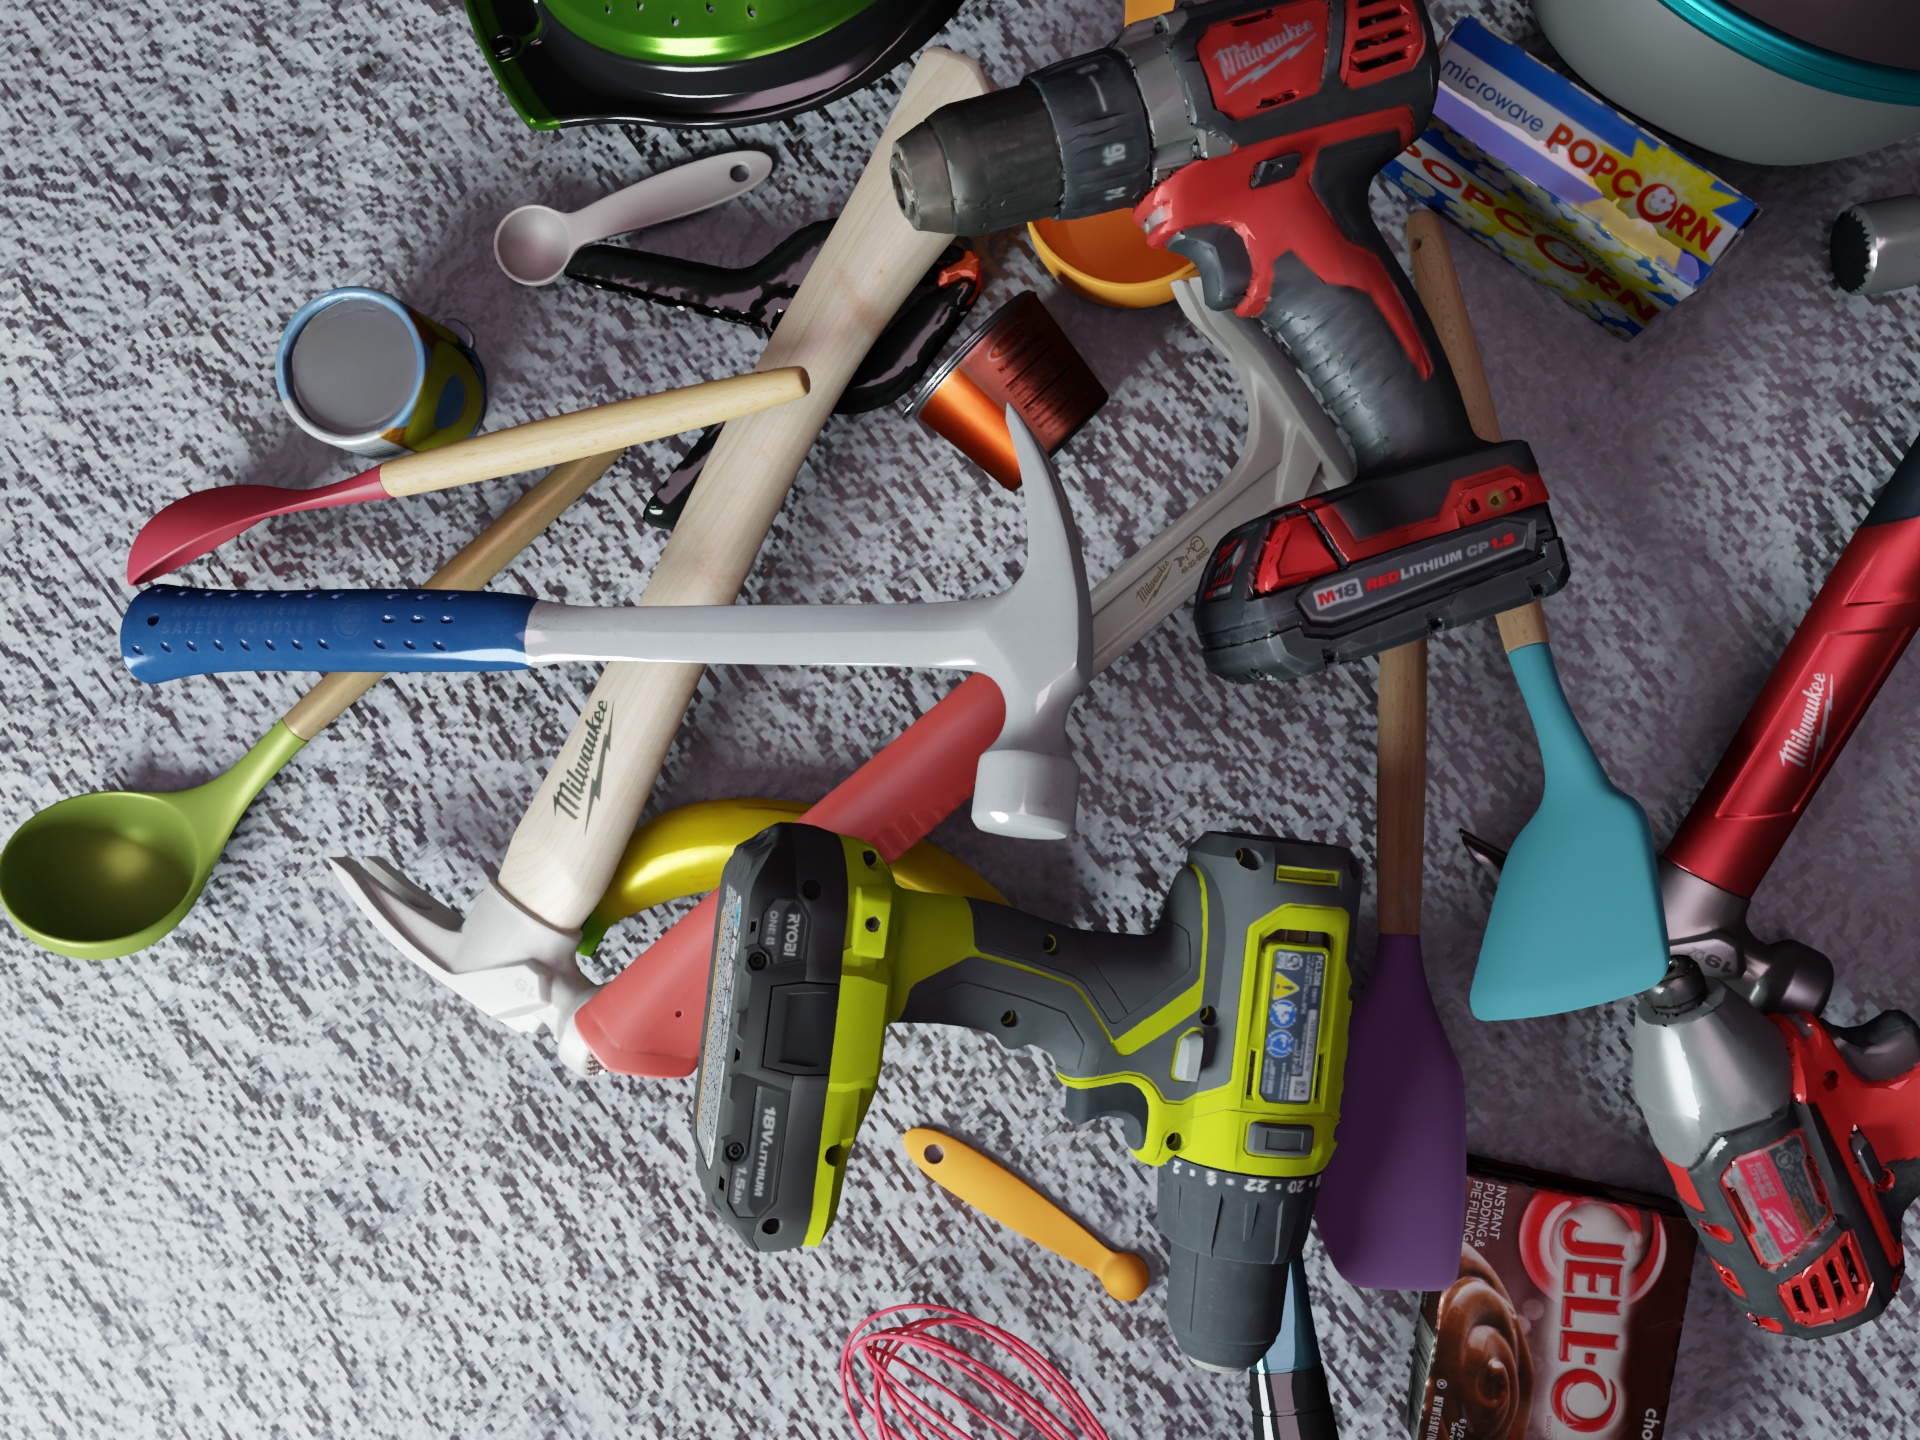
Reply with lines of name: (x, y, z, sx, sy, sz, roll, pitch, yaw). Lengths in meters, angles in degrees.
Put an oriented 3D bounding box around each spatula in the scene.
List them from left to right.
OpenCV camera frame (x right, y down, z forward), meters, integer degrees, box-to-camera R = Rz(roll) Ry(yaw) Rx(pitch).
spatula: (0.163, 0.054, 0.599, 0.060, 0.018, 0.316, 2, 87, 6)
spatula: (0.200, -0.052, 0.592, 0.044, 0.082, 0.318, 1, 72, -32)

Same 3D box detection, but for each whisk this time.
whisk: (0.075, 0.328, 0.626, 0.296, 0.073, 0.073, 38, 93, -1)

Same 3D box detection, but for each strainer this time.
strainer: (0.218, -0.288, 0.559, 0.340, 0.095, 0.211, 16, 65, -2)

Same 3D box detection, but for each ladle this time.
ladle: (-0.268, -0.017, 0.669, 0.320, 0.062, 0.078, -42, 69, 2)
ladle: (-0.204, -0.099, 0.629, 0.315, 0.069, 0.031, -10, 110, 18)

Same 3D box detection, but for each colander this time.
colander: (-0.018, -0.368, 0.601, 0.397, 0.094, 0.205, -27, 64, -2)

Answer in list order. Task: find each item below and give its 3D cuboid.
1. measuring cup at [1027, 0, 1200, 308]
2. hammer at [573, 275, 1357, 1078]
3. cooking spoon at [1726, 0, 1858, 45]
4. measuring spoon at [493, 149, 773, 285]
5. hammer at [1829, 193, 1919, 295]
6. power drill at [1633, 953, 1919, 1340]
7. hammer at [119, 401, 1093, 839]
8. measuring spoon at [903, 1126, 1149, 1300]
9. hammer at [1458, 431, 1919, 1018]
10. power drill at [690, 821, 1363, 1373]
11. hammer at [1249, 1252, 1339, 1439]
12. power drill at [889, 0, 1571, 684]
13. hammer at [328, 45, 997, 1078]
measuring cup: (0.073, -0.251, 0.635, 0.095, 0.052, 0.173, 6, 88, 7)
hammer: (-0.001, -0.002, 0.595, 0.359, 0.037, 0.149, -40, 107, -5)
cooking spoon: (0.272, -0.371, 0.629, 0.069, 0.017, 0.319, -34, 87, 5)
measuring spoon: (-0.138, -0.216, 0.679, 0.124, 0.018, 0.034, -20, 87, -1)
hammer: (0.441, -0.007, 0.597, 0.149, 0.036, 0.409, -9, 89, 5)
power drill: (0.348, 0.112, 0.548, 0.219, 0.078, 0.143, -27, 99, 12)
hammer: (-0.146, -0.038, 0.592, 0.405, 0.035, 0.144, 2, 77, 21)
measuring spoon: (0.026, 0.202, 0.652, 0.117, 0.011, 0.021, 32, 93, 6)
hammer: (0.333, -0.078, 0.574, 0.143, 0.038, 0.386, 27, 103, 8)
power drill: (0.027, 0.128, 0.555, 0.228, 0.080, 0.190, 7, 89, -15)
hammer: (0.124, 0.260, 0.605, 0.128, 0.033, 0.331, -7, 79, 1)
power drill: (0.092, -0.128, 0.540, 0.188, 0.080, 0.226, -18, 92, -8)
hammer: (-0.104, -0.073, 0.624, 0.146, 0.038, 0.410, 30, 95, 18)
